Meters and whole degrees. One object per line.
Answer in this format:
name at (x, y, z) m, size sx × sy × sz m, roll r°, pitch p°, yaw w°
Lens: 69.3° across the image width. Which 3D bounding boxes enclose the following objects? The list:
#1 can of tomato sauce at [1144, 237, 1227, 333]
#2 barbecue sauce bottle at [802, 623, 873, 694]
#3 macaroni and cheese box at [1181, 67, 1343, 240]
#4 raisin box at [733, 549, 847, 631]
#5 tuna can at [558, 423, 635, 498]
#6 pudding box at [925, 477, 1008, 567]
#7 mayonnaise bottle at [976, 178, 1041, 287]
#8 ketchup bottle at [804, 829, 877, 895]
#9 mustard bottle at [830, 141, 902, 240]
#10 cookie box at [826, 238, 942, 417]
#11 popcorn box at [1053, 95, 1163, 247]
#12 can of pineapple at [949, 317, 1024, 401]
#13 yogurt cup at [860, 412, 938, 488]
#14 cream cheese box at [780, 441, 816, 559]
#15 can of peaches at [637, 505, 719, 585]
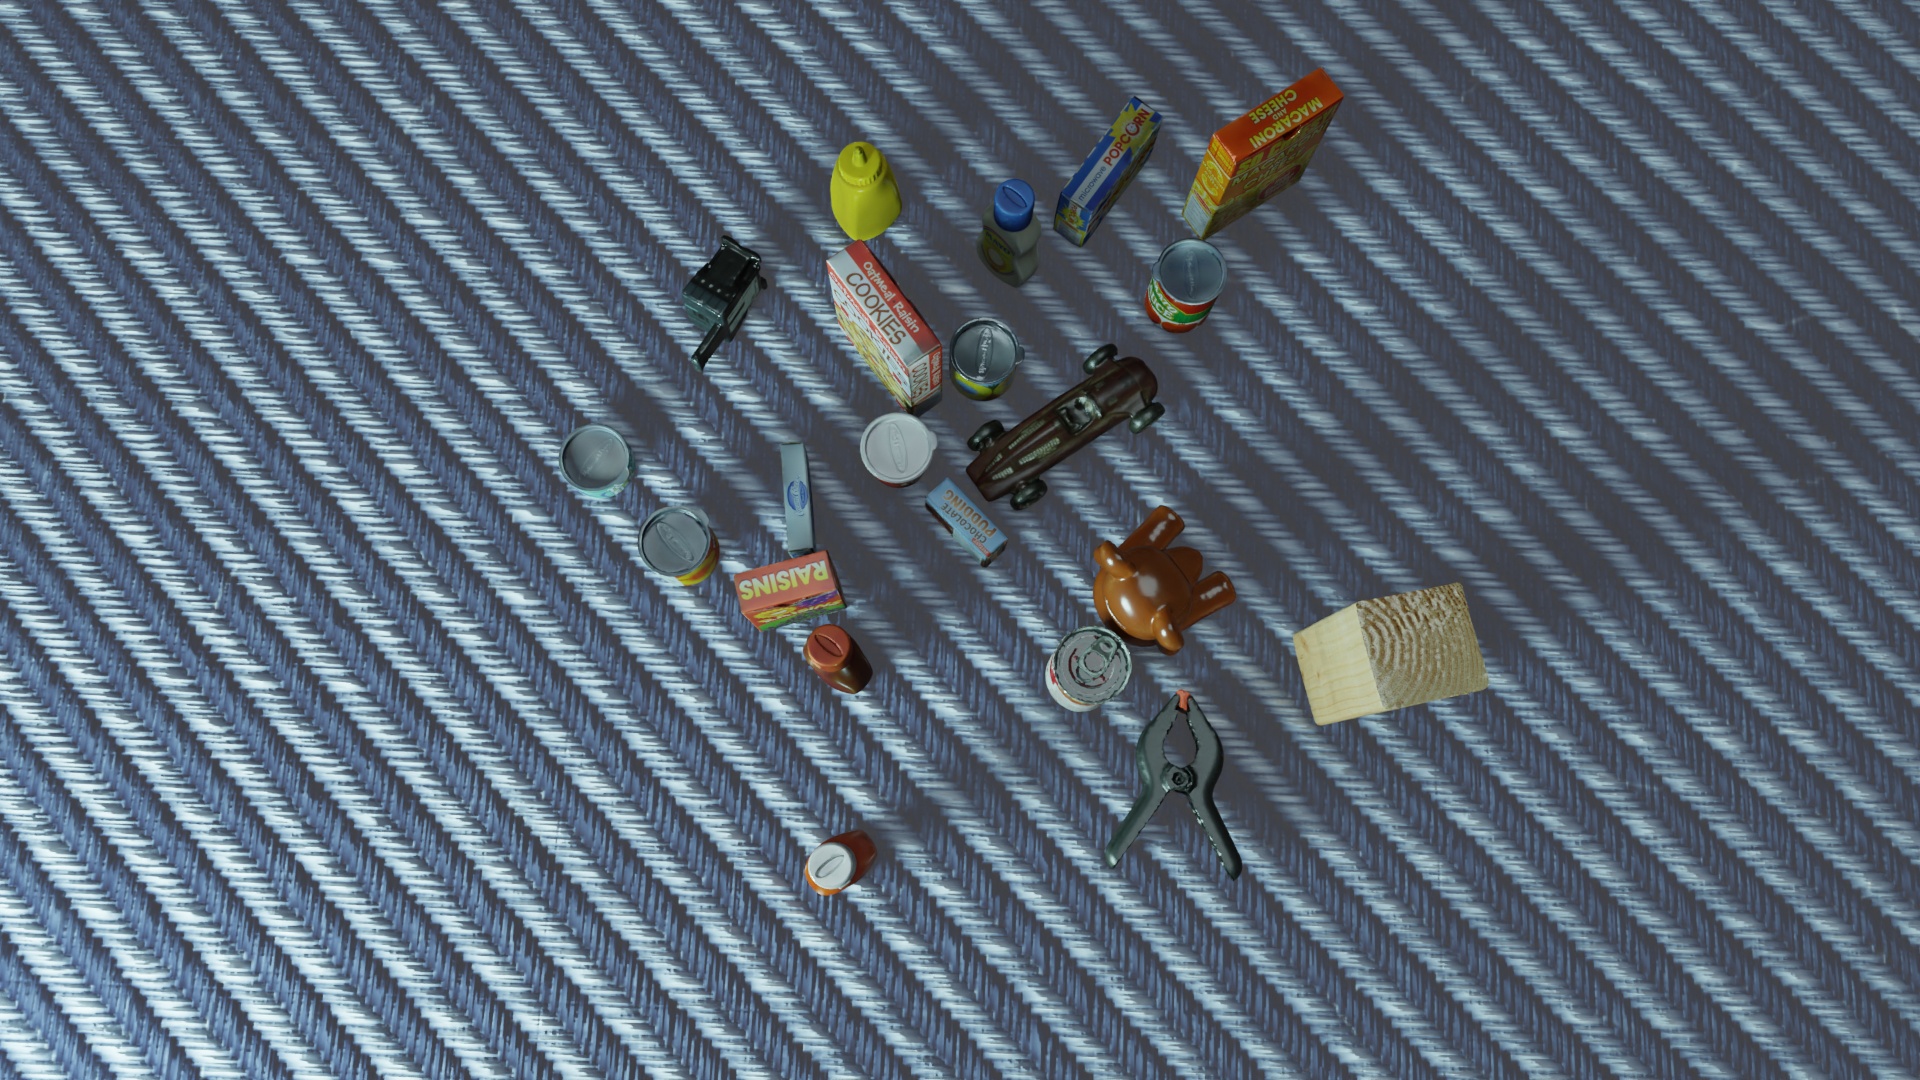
can of tomato sauce at (0.213, -0.242, 1.331) m, size 0.071 × 0.083 × 0.071 m, roll 0°, pitch 78°, yaw -1°
barbecue sauce bottle at (-0.110, 0.101, 1.219) m, size 0.065 × 0.148 × 0.044 m, roll 38°, pitch 81°, yaw 6°
macaroni and cheese box at (0.283, -0.361, 1.315) m, size 0.124 × 0.166 × 0.040 m, roll -33°, pitch 81°, yaw -7°
raisin box at (-0.151, 0.047, 1.243) m, size 0.086 × 0.123 × 0.040 m, roll -14°, pitch 79°, yaw -4°
tuna can at (-0.340, -0.073, 1.311) m, size 0.071 × 0.032 × 0.071 m, roll 0°, pitch 78°, yaw -1°
pudding box at (0.005, -0.016, 1.297) m, size 0.030 × 0.049 × 0.084 m, roll -43°, pitch 82°, yaw -9°
mayonnaise bottle at (0.047, -0.291, 1.305) m, size 0.065 × 0.148 × 0.041 m, roll 43°, pitch 81°, yaw 7°
ketchup bottle at (-0.104, 0.275, 1.182) m, size 0.065 × 0.148 × 0.043 m, roll -36°, pitch 81°, yaw -8°
mustard bottle at (-0.091, -0.336, 1.306) m, size 0.065 × 0.160 × 0.049 m, roll -33°, pitch 81°, yaw -7°
cookie box at (-0.066, -0.189, 1.272) m, size 0.040 × 0.167 × 0.123 m, roll -36°, pitch 81°, yaw -7°
popcorn box at (0.143, -0.357, 1.353) m, size 0.038 × 0.085 × 0.127 m, roll 35°, pitch 80°, yaw 6°
can of pineapple at (0.023, -0.171, 1.326) m, size 0.071 × 0.057 × 0.071 m, roll 0°, pitch 78°, yaw -1°
yogurt cup at (-0.059, -0.081, 1.307) m, size 0.072 × 0.054 × 0.072 m, roll 0°, pitch 78°, yaw -1°
cream cheese box at (-0.151, -0.035, 1.296) m, size 0.024 × 0.053 × 0.104 m, roll -5°, pitch 78°, yaw -2°
can of peaches at (-0.257, 0.004, 1.283) m, size 0.071 × 0.058 × 0.071 m, roll 0°, pitch 78°, yaw -1°
